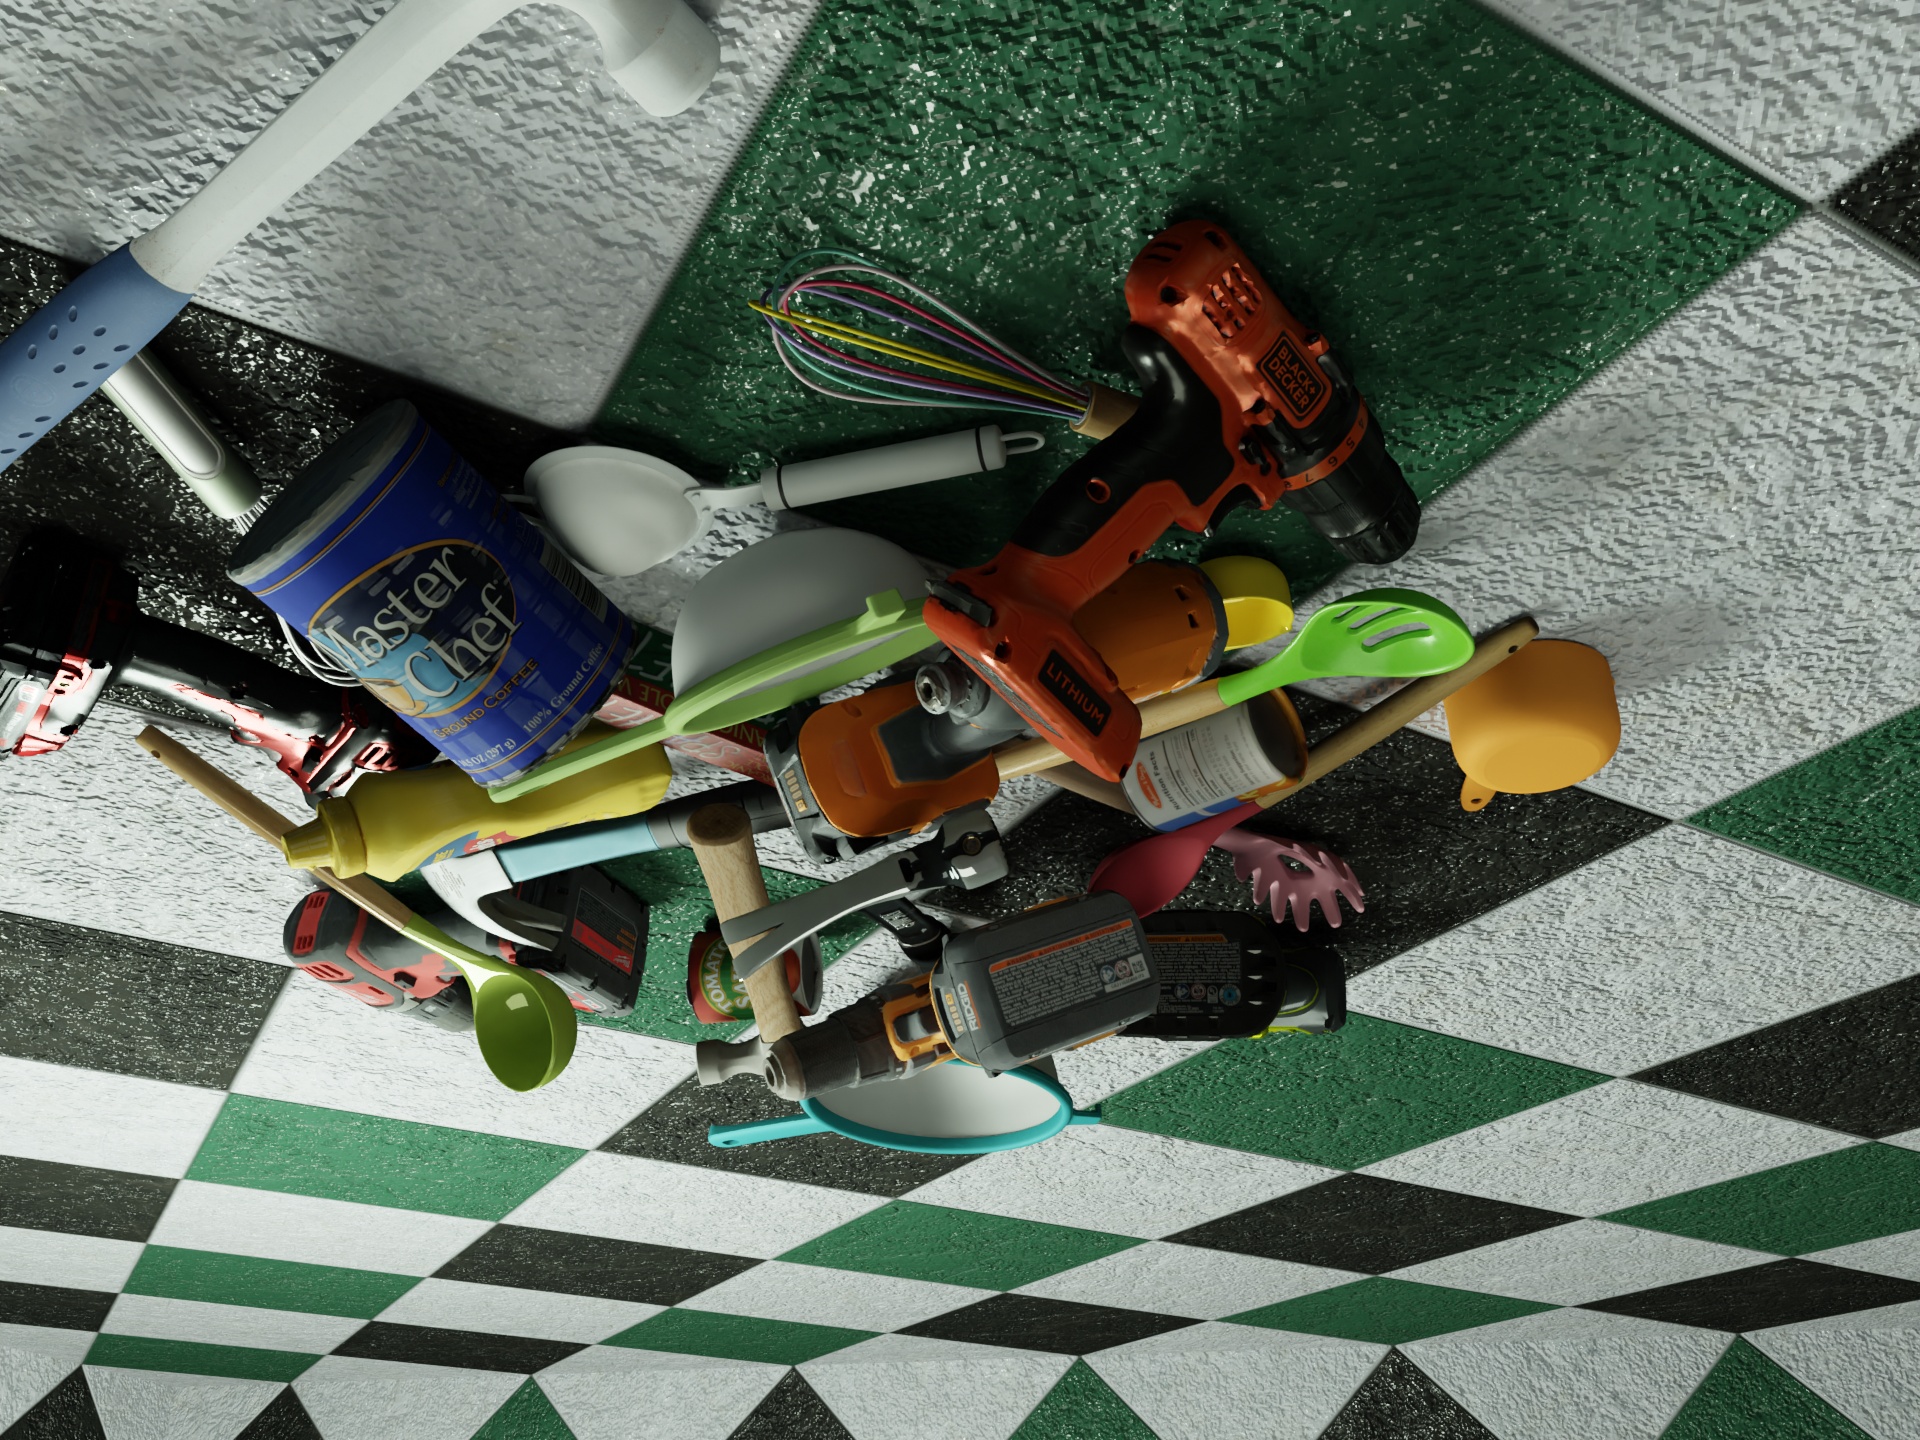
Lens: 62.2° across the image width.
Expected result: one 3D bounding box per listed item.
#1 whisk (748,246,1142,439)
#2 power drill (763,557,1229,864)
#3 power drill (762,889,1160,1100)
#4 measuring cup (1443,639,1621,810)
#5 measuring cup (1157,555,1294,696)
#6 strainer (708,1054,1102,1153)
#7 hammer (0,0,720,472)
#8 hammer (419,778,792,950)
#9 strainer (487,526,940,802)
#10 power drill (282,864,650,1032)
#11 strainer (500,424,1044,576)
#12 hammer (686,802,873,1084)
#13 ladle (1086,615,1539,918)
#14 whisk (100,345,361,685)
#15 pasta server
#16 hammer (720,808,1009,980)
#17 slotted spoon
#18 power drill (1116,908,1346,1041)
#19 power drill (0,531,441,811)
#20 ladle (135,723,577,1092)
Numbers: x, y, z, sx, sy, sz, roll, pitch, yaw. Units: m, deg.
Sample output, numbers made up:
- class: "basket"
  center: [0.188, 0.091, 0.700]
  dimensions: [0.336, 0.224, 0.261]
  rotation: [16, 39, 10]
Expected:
- class: "whisk"
  center: [0.030, -0.137, 0.649]
  dimensions: [0.244, 0.051, 0.047]
  rotation: [12, 168, -25]
- class: "power drill"
  center: [-0.001, -0.002, 0.759]
  dimensions: [0.164, 0.084, 0.226]
  rotation: [-16, 170, -41]
- class: "power drill"
  center: [-0.007, 0.175, 0.950]
  dimensions: [0.185, 0.084, 0.226]
  rotation: [-14, 169, -27]
- class: "measuring cup"
  center: [0.307, 0.025, 0.884]
  dimensions: [0.095, 0.052, 0.173]
  rotation: [0, 147, 2]
- class: "measuring cup"
  center: [0.117, -0.042, 0.815]
  dimensions: [0.062, 0.029, 0.156]
  rotation: [5, 159, -17]
- class: "strainer"
  center: [-0.068, 0.277, 1.273]
  dimensions: [0.340, 0.095, 0.210]
  rotation: [-18, 141, 32]
- class: "hammer"
  center: [-0.281, -0.171, 0.563]
  dimensions: [0.405, 0.035, 0.143]
  rotation: [-26, 140, 27]
- class: "hammer"
  center: [-0.169, 0.060, 0.949]
  dimensions: [0.331, 0.033, 0.128]
  rotation: [-12, 119, 13]
- class: "strainer"
  center: [-0.124, -0.032, 0.757]
  dimensions: [0.256, 0.069, 0.151]
  rotation: [-21, 177, 14]
- class: "power drill"
  center: [-0.333, 0.170, 1.123]
  dimensions: [0.227, 0.080, 0.187]
  rotation: [-9, 147, 21]
- class: "strainer"
  center: [-0.090, -0.101, 0.706]
  dimensions: [0.258, 0.050, 0.086]
  rotation: [-9, 152, 10]
- class: "hammer"
  center: [-0.124, 0.148, 1.001]
  dimensions: [0.130, 0.031, 0.331]
  rotation: [-8, 146, -4]
- class: "ladle"
  center: [0.187, 0.031, 0.891]
  dimensions: [0.069, 0.031, 0.315]
  rotation: [20, 136, -39]
- class: "whisk"
  center: [-0.321, -0.094, 0.716]
  dimensions: [0.058, 0.059, 0.246]
  rotation: [-37, 143, -11]
- class: "pasta server"
  center: [0.124, 0.061, 0.965]
  dimensions: [0.316, 0.040, 0.060]
  rotation: [22, 135, -29]
- class: "hammer"
  center: [-0.033, 0.129, 0.966]
  dimensions: [0.149, 0.036, 0.408]
  rotation: [-22, 166, 0]
- class: "slotted spoon"
  center: [0.113, -0.009, 0.814]
  dimensions: [0.314, 0.031, 0.070]
  rotation: [-20, 138, 39]
- class: "power drill"
  center: [0.153, 0.180, 1.082]
  dimensions: [0.190, 0.080, 0.228]
  rotation: [-4, 167, 20]
- class: "power drill"
  center: [-0.391, -0.007, 0.836]
  dimensions: [0.219, 0.079, 0.143]
  rotation: [20, 144, -33]
- class: "ladle"
  center: [-0.362, 0.115, 0.960]
  dimensions: [0.320, 0.062, 0.078]
  rotation: [42, 125, -20]
